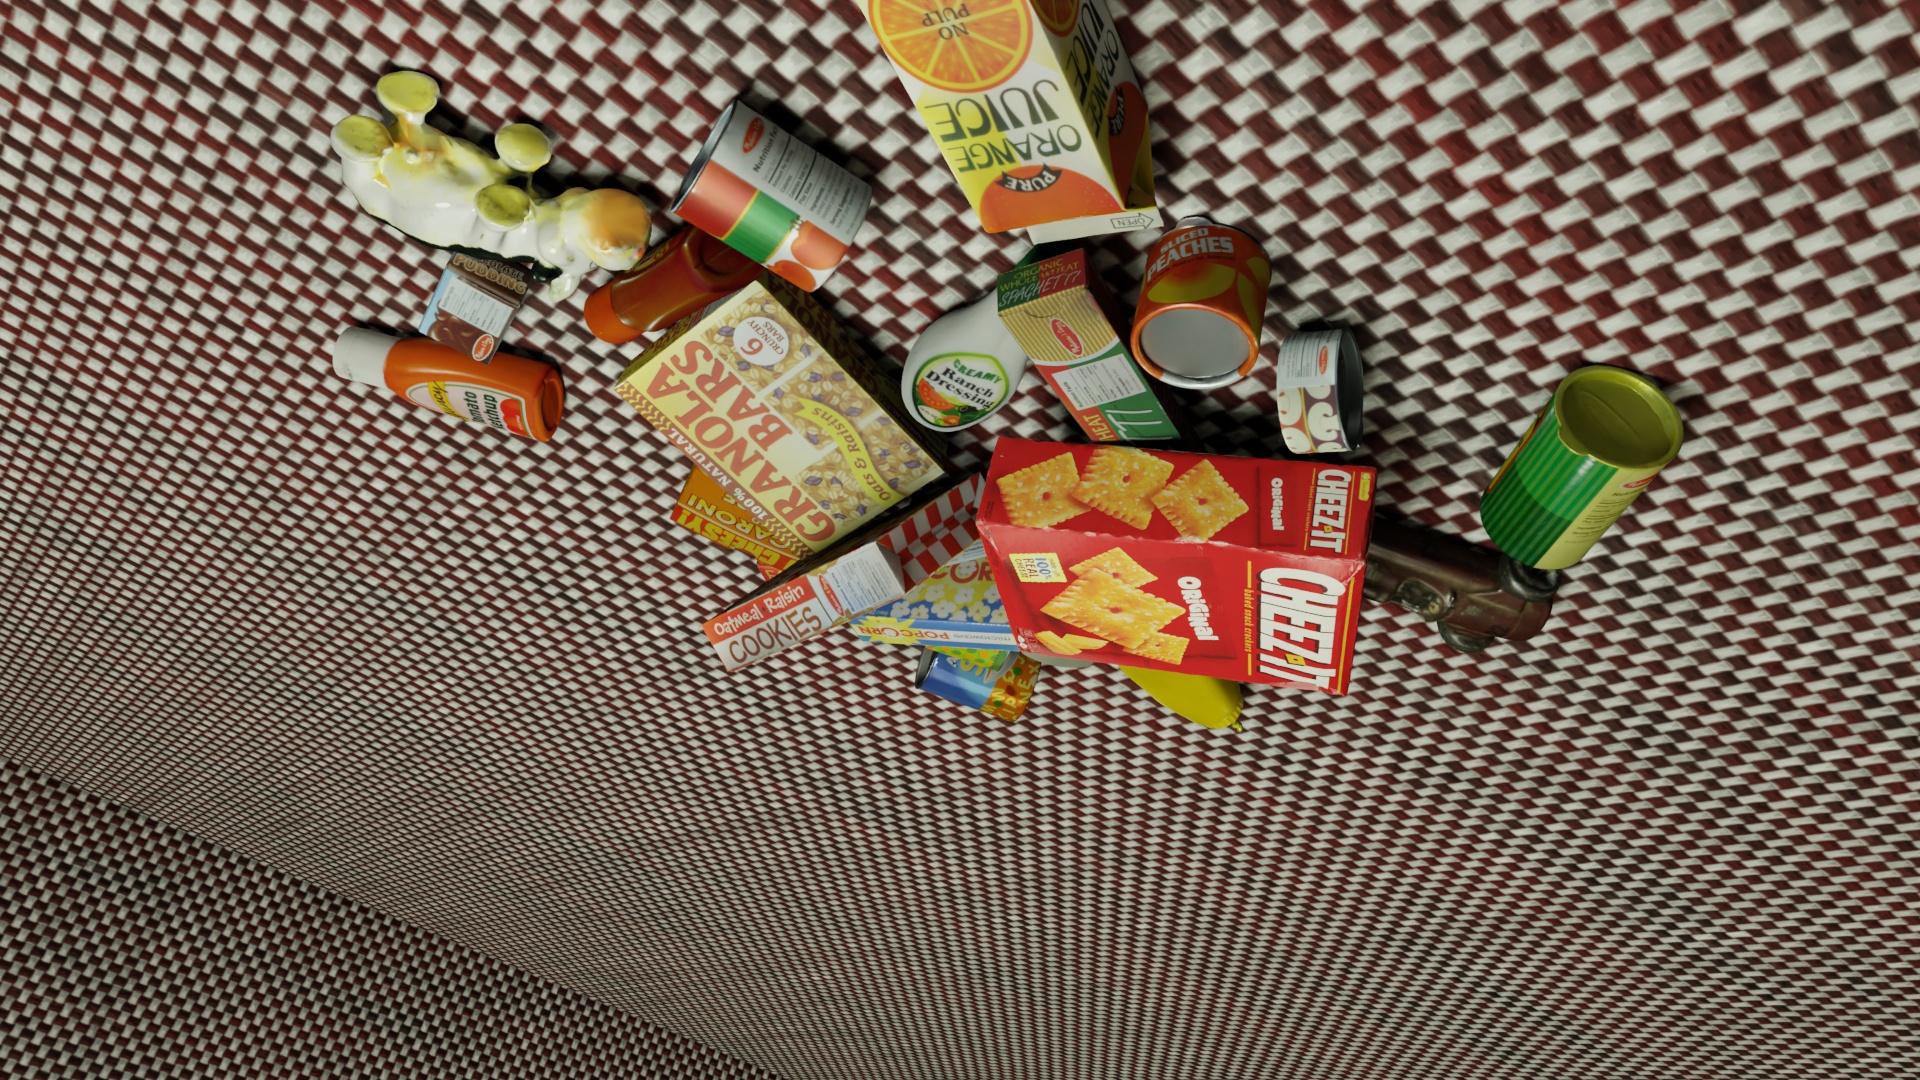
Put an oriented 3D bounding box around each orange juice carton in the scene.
[{"bbox_3d":[0.028,-0.205,0.617,0.072,0.073,0.192,-4,143,28],"label":"orange juice carton"}]

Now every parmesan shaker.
[{"bbox_3d":[0.329,-0.036,0.750,0.071,0.071,0.102,14,148,3],"label":"parmesan shaker"}]

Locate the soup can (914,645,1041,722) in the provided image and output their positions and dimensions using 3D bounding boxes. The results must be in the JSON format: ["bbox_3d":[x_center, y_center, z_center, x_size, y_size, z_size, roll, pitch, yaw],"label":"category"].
[{"bbox_3d":[0.015,0.097,1.095,0.084,0.072,0.071,20,147,-9],"label":"soup can"}]

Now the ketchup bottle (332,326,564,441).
[{"bbox_3d":[-0.350,-0.112,0.951,0.149,0.044,0.064,15,149,2],"label":"ketchup bottle"}]

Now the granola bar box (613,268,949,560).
[{"bbox_3d":[-0.107,-0.077,0.852,0.124,0.039,0.165,-31,119,26],"label":"granola bar box"}]

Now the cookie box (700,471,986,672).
[{"bbox_3d":[-0.069,0.021,0.888,0.167,0.123,0.040,-24,98,38],"label":"cookie box"}]

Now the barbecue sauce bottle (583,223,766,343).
[{"bbox_3d":[-0.169,-0.148,0.803,0.148,0.065,0.043,-12,115,49],"label":"barbecue sauce bottle"}]

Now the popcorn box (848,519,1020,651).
[{"bbox_3d":[-0.009,0.030,0.982,0.127,0.085,0.038,2,147,20],"label":"popcorn box"}]

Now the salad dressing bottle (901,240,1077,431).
[{"bbox_3d":[0.019,-0.115,0.786,0.064,0.044,0.147,25,144,-18],"label":"salad dressing bottle"}]

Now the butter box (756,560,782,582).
[{"bbox_3d":[-0.102,0.028,1.076,0.103,0.024,0.053,4,147,18],"label":"butter box"}]

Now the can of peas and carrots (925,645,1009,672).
[{"bbox_3d":[0.012,0.056,1.033,0.059,0.071,0.070,19,148,-5],"label":"can of peas and carrots"}]

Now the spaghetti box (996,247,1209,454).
[{"bbox_3d":[0.092,-0.076,0.785,0.050,0.029,0.249,-13,149,22],"label":"spaghetti box"}]

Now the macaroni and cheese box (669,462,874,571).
[{"bbox_3d":[-0.123,-0.039,0.967,0.124,0.040,0.165,25,146,-13],"label":"macaroni and cheese box"}]

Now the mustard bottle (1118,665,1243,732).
[{"bbox_3d":[0.174,0.103,1.050,0.065,0.049,0.160,-12,139,35],"label":"mustard bottle"}]

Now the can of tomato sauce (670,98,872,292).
[{"bbox_3d":[-0.098,-0.177,0.721,0.083,0.071,0.071,29,145,-21],"label":"can of tomato sauce"}]

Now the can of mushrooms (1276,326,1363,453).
[{"bbox_3d":[0.194,-0.078,0.746,0.033,0.071,0.070,-2,144,27],"label":"can of mushrooms"}]

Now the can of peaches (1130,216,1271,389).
[{"bbox_3d":[0.124,-0.122,0.718,0.071,0.058,0.071,11,148,7],"label":"can of peaches"}]

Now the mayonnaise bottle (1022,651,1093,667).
[{"bbox_3d":[0.083,0.042,1.004,0.065,0.041,0.147,11,147,-1],"label":"mayonnaise bottle"}]

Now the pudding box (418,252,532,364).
[{"bbox_3d":[-0.309,-0.151,0.884,0.049,0.030,0.083,28,146,-20],"label":"pudding box"}]

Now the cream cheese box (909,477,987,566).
[{"bbox_3d":[0.003,-0.012,0.943,0.103,0.053,0.024,-15,135,39],"label":"cream cheese box"}]
